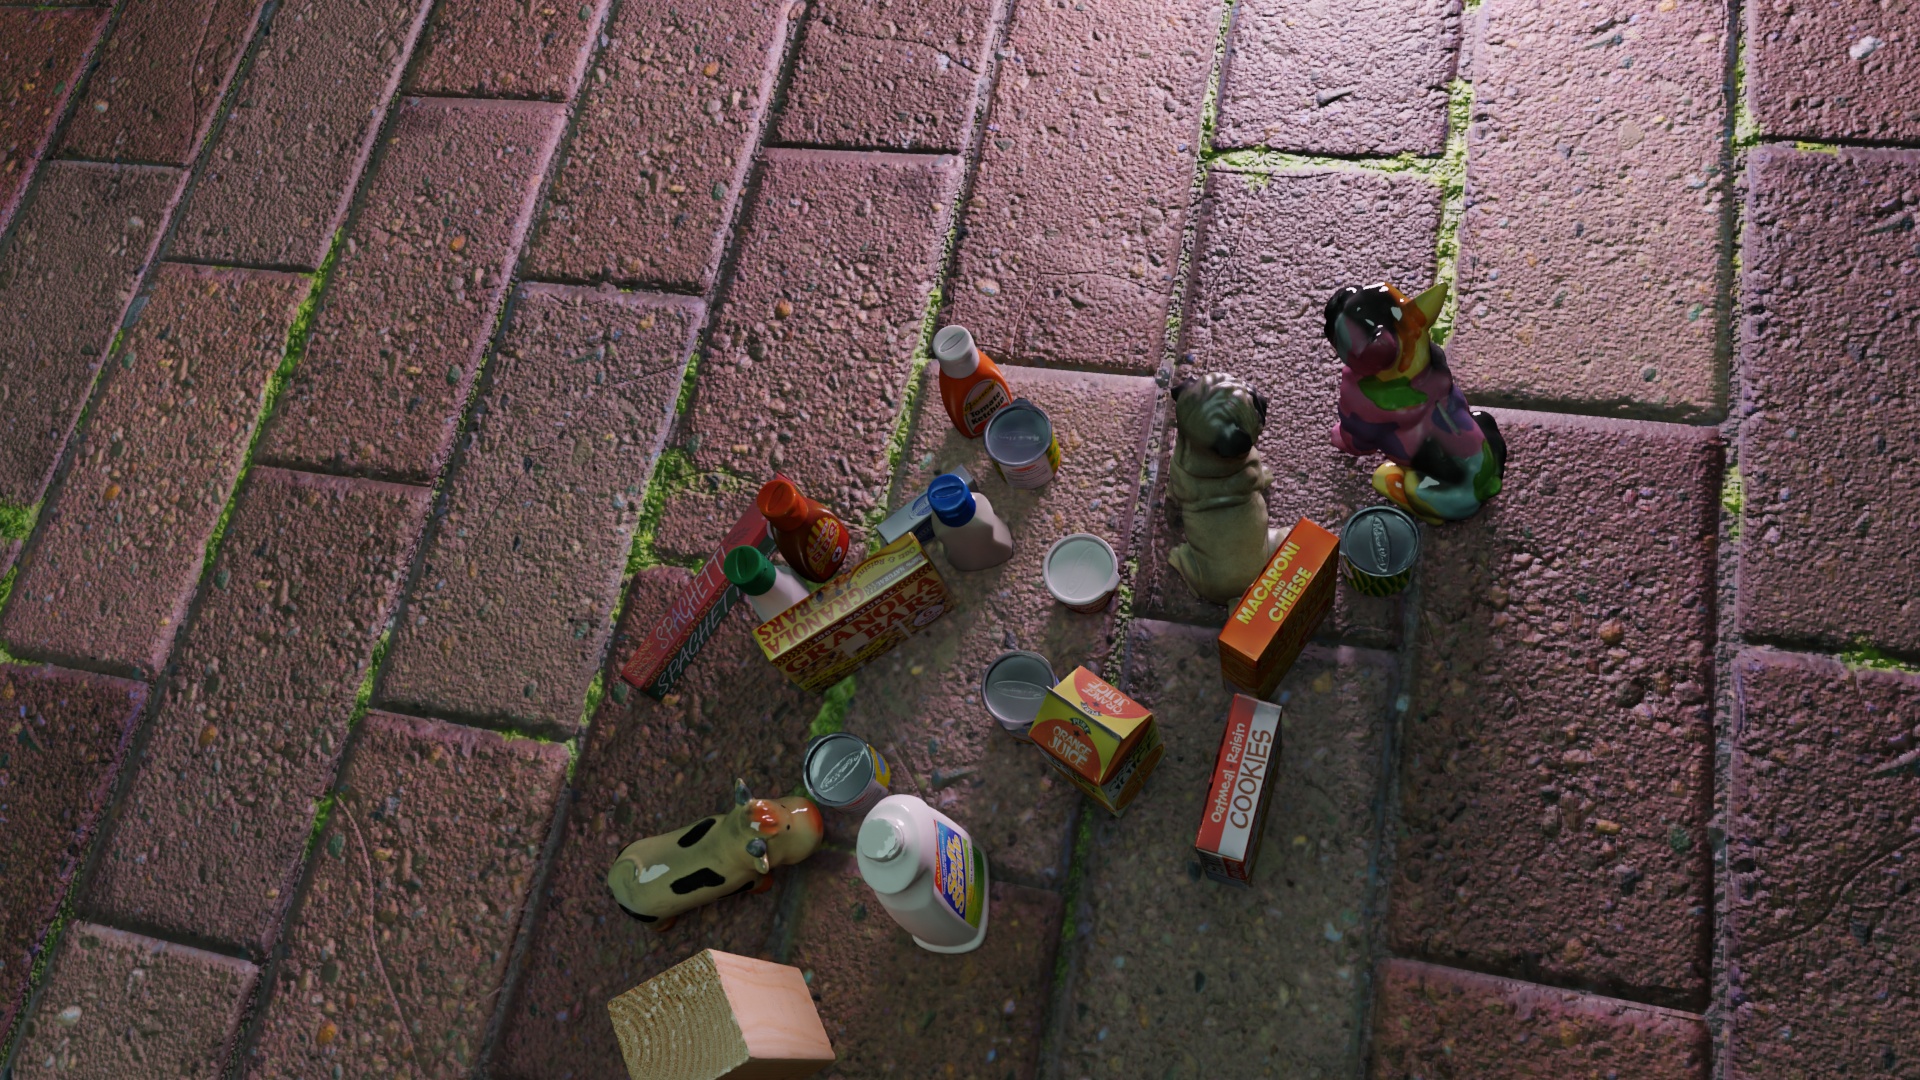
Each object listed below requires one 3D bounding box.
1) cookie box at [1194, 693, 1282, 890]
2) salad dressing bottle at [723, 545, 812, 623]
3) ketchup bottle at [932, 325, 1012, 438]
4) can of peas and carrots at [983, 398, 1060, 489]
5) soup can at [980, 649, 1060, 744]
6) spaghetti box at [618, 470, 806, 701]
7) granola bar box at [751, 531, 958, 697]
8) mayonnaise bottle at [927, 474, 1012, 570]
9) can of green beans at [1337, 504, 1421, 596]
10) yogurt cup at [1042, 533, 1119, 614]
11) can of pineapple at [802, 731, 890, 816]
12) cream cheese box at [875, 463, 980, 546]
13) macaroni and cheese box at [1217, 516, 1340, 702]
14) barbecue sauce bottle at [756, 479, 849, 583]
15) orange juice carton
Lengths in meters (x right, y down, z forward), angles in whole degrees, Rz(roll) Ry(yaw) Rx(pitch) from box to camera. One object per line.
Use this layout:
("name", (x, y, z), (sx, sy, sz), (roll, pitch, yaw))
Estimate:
("cookie box", (0.224, 0.204, 1.110), (0.040, 0.167, 0.123), (13, 72, 18))
("salad dressing bottle", (-0.175, 0.045, 1.277), (0.044, 0.147, 0.064), (-12, 67, 9))
("ketchup bottle", (0.007, -0.153, 1.314), (0.065, 0.148, 0.043), (-39, 66, -4))
("can of peas and carrots", (0.060, -0.092, 1.327), (0.071, 0.058, 0.071), (-5, 68, 11))
("soup can", (0.057, 0.142, 1.220), (0.071, 0.083, 0.071), (-5, 68, 11))
("spaghetti box", (-0.236, 0.045, 1.345), (0.029, 0.050, 0.250), (32, 78, 22))
("granola bar box", (-0.091, 0.071, 1.261), (0.165, 0.124, 0.039), (-32, 65, -1))
("mayonnaise bottle", (0.004, -0.016, 1.260), (0.065, 0.147, 0.041), (-13, 67, 8))
("can of green beans", (0.366, 0.010, 1.216), (0.071, 0.057, 0.071), (-5, 68, 11))
("yogurt cup", (0.112, 0.034, 1.267), (0.072, 0.053, 0.072), (-5, 68, 11))
("can of pineapple", (-0.102, 0.208, 1.244), (0.071, 0.057, 0.071), (-5, 68, 11))
("cream cheese box", (-0.028, -0.026, 1.324), (0.104, 0.053, 0.024), (-37, 66, -3))
("macaroni and cheese box", (0.265, 0.065, 1.157), (0.040, 0.166, 0.124), (33, 79, 22))
("barbecue sauce bottle", (-0.148, -0.012, 1.294), (0.044, 0.148, 0.065), (22, 76, 20))
("orange juice carton", (0.113, 0.163, 1.139), (0.072, 0.192, 0.073), (34, 80, 23))
